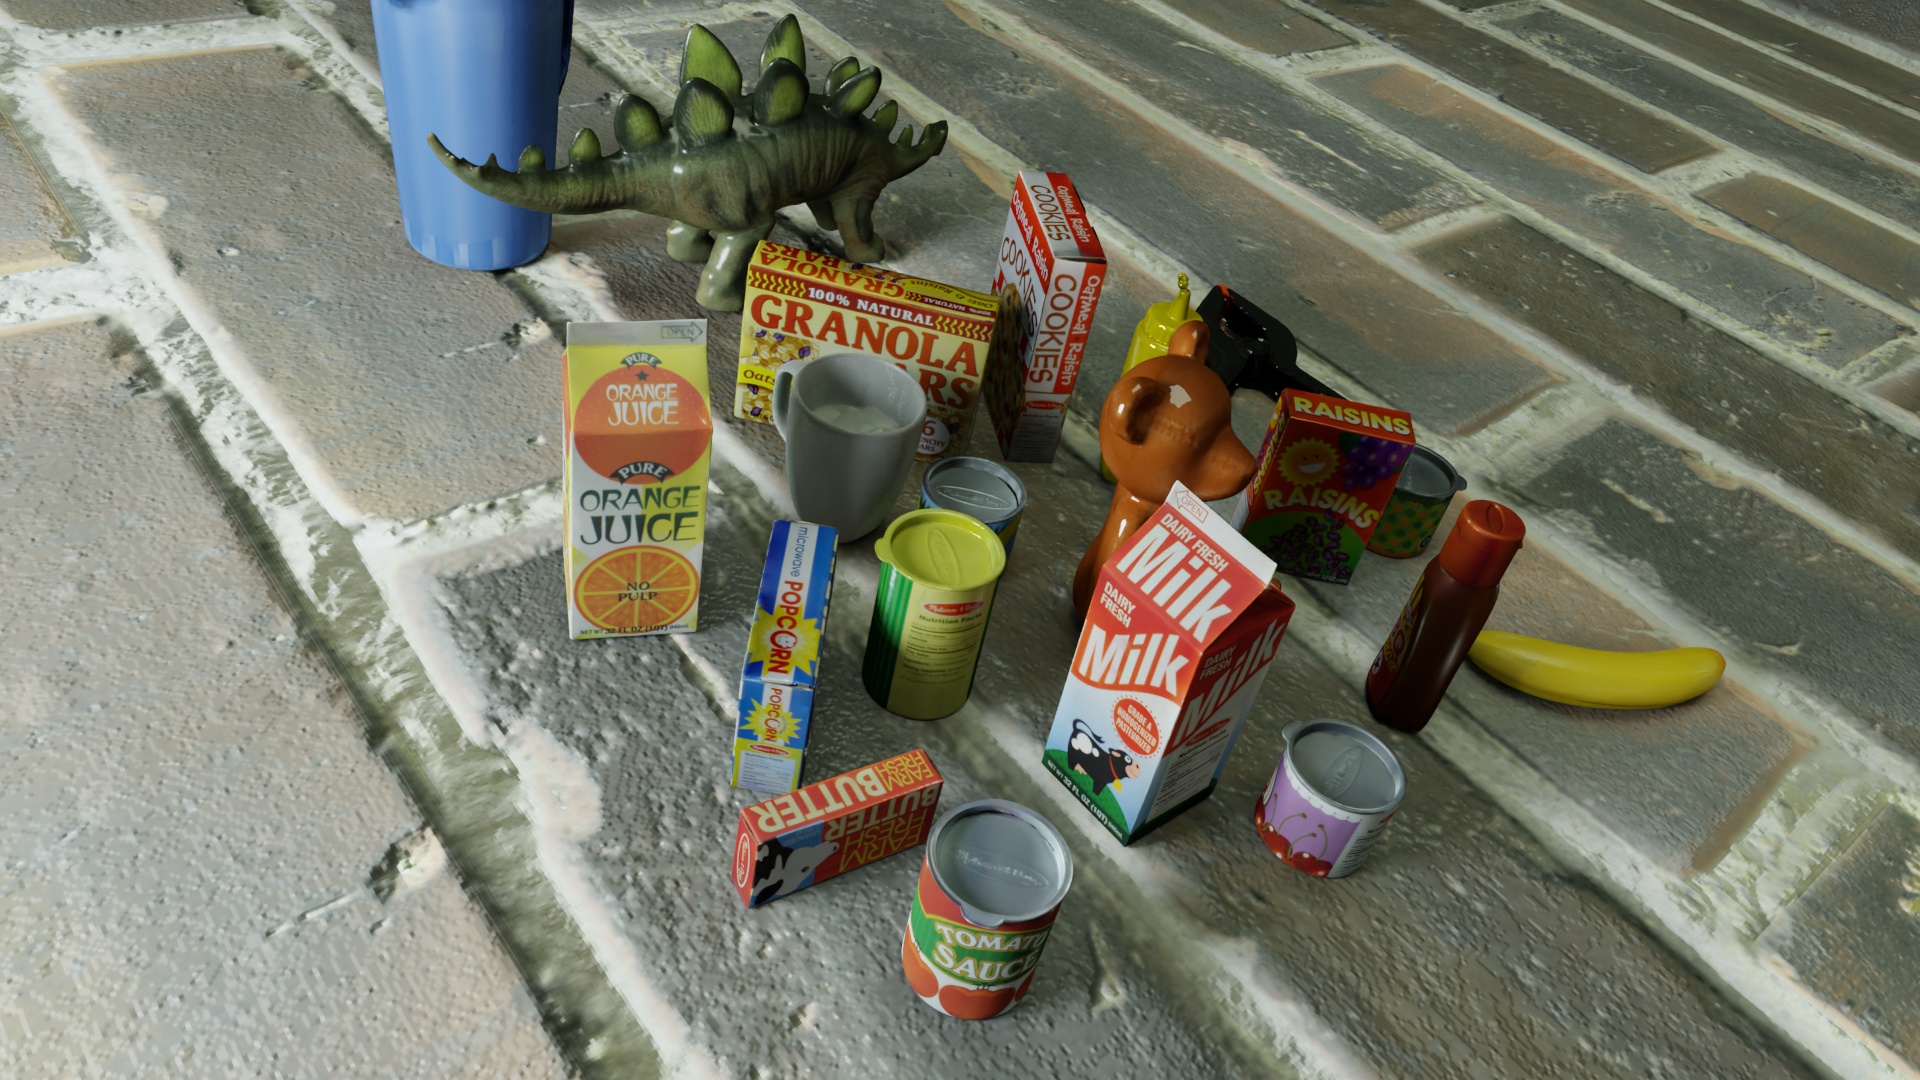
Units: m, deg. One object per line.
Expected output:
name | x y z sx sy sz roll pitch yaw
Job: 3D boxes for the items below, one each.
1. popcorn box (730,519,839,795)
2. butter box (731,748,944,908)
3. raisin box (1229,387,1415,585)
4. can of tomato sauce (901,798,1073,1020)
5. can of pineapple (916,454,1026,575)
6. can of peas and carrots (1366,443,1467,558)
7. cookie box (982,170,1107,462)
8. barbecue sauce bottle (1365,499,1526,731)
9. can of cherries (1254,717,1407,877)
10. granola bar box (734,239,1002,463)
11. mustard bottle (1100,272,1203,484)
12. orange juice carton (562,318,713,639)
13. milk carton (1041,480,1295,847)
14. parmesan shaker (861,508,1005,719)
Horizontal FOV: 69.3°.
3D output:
popcorn box | -0.093 0.061 0.747 0.038 0.084 0.127 9 40 -5
butter box | -0.061 0.141 0.686 0.104 0.052 0.024 -15 47 -30
raisin box | 0.237 -0.035 0.923 0.086 0.122 0.040 12 39 -1
can of tomato sauce | 0.011 0.173 0.644 0.071 0.082 0.071 8 40 -7
can of pineapple | 0.003 -0.011 0.880 0.071 0.057 0.071 8 40 -7
can of peas and carrots | 0.314 -0.029 0.988 0.071 0.058 0.071 8 40 -7
cookie box | 0.054 -0.158 0.983 0.040 0.166 0.123 2 41 -14
barbecue sauce bottle | 0.287 0.043 0.825 0.044 0.147 0.065 18 40 6
can of cherries | 0.199 0.139 0.757 0.071 0.058 0.072 8 40 -7
granola bar box | -0.065 -0.124 0.942 0.166 0.123 0.039 13 39 0
mustard bottle | 0.135 -0.112 0.956 0.049 0.159 0.066 14 39 0
orange juice carton | -0.178 -0.039 0.756 0.072 0.191 0.073 -3 42 -19
milk carton | 0.109 0.062 0.719 0.074 0.189 0.072 -21 50 -35
parmesan shaker | -0.020 0.042 0.776 0.071 0.102 0.072 8 40 -7
